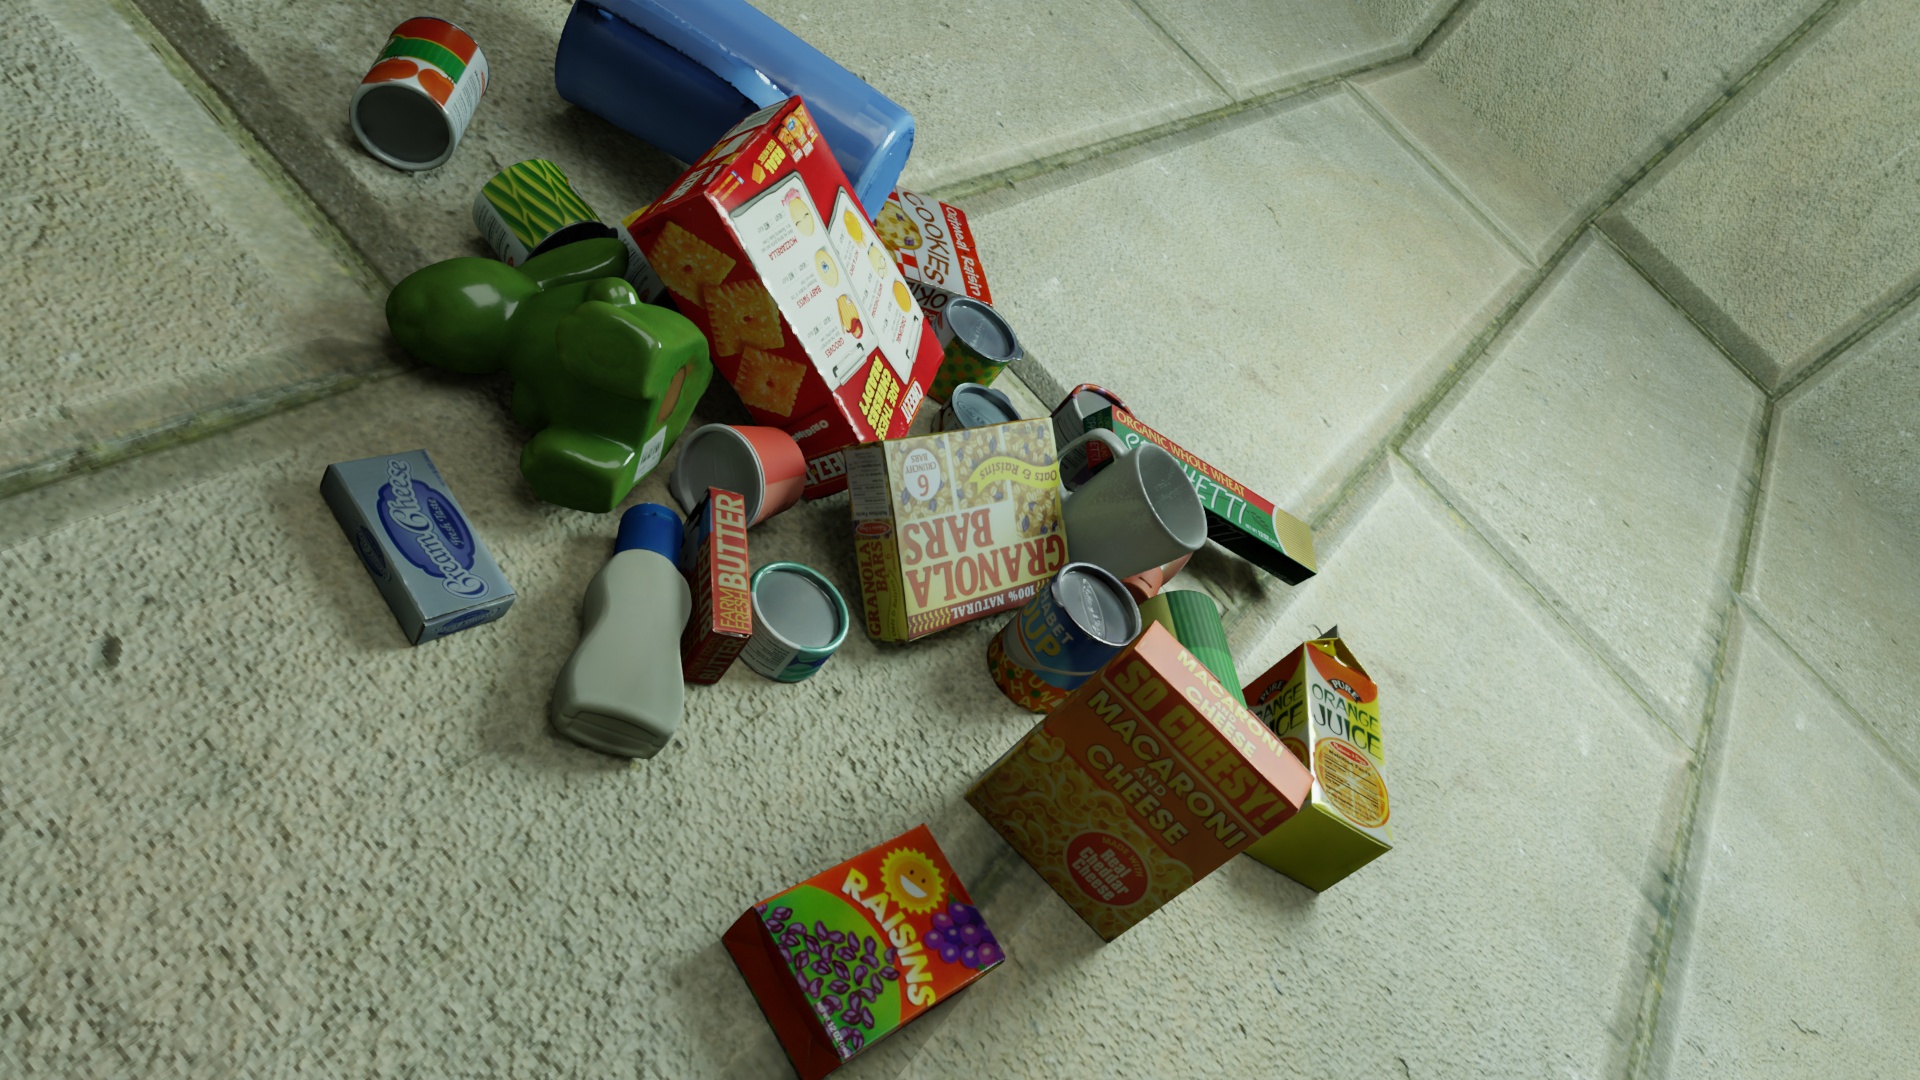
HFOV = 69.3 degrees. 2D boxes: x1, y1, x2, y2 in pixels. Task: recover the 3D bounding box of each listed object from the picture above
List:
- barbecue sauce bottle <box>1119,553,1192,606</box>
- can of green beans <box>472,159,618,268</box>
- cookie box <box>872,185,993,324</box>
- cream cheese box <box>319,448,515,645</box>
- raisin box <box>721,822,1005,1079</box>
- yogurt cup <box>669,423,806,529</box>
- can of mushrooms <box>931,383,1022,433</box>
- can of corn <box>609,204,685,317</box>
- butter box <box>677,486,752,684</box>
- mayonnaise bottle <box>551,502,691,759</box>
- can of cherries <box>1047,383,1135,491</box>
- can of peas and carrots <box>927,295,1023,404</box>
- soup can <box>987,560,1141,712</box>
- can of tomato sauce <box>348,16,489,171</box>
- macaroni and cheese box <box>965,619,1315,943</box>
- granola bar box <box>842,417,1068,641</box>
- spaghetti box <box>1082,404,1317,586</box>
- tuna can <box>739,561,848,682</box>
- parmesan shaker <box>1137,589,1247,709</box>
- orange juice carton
[{"bbox_3d":[0.145,0.005,1.060,0.065,0.043,0.149,42,38,-7],"label":"barbecue sauce bottle"},{"bbox_3d":[-0.266,-0.199,0.883,0.058,0.071,0.071,51,38,12],"label":"can of green beans"},{"bbox_3d":[-0.061,-0.240,1.121,0.167,0.040,0.123,13,46,-32],"label":"cookie box"},{"bbox_3d":[-0.278,0.001,0.713,0.053,0.024,0.104,-19,68,-48],"label":"cream cheese box"},{"bbox_3d":[-0.046,0.206,0.705,0.124,0.040,0.086,-14,63,-48],"label":"raisin box"},{"bbox_3d":[-0.132,-0.040,0.849,0.072,0.072,0.054,52,31,13],"label":"yogurt cup"},{"bbox_3d":[0.015,-0.084,1.041,0.071,0.033,0.071,23,41,-22],"label":"can of mushrooms"},{"bbox_3d":[-0.196,-0.182,0.927,0.058,0.071,0.071,51,38,12],"label":"can of corn"},{"bbox_3d":[-0.141,0.025,0.785,0.024,0.053,0.104,15,45,-28],"label":"butter box"},{"bbox_3d":[-0.176,0.044,0.748,0.065,0.041,0.149,24,40,-24],"label":"mayonnaise bottle"},{"bbox_3d":[0.099,-0.082,1.092,0.071,0.058,0.072,23,42,-22],"label":"can of cherries"},{"bbox_3d":[0.004,-0.143,1.068,0.071,0.058,0.071,24,41,-23],"label":"can of peas and carrots"},{"bbox_3d":[0.064,0.063,0.901,0.071,0.083,0.072,24,41,-22],"label":"soup can"},{"bbox_3d":[-0.350,-0.288,0.897,0.071,0.071,0.083,24,42,-22],"label":"can of tomato sauce"},{"bbox_3d":[0.098,0.139,0.789,0.124,0.165,0.040,45,37,3],"label":"macaroni and cheese box"},{"bbox_3d":[0.003,-0.011,0.907,0.166,0.039,0.124,-13,98,-47],"label":"granola bar box"},{"bbox_3d":[0.190,-0.031,1.075,0.250,0.028,0.050,26,47,-35],"label":"spaghetti box"},{"bbox_3d":[-0.100,0.046,0.817,0.071,0.032,0.071,23,42,-22],"label":"tuna can"},{"bbox_3d":[0.160,0.092,0.966,0.071,0.071,0.103,18,44,-28],"label":"parmesan shaker"},{"bbox_3d":[0.251,0.144,0.994,0.073,0.071,0.194,30,39,-15],"label":"orange juice carton"}]
